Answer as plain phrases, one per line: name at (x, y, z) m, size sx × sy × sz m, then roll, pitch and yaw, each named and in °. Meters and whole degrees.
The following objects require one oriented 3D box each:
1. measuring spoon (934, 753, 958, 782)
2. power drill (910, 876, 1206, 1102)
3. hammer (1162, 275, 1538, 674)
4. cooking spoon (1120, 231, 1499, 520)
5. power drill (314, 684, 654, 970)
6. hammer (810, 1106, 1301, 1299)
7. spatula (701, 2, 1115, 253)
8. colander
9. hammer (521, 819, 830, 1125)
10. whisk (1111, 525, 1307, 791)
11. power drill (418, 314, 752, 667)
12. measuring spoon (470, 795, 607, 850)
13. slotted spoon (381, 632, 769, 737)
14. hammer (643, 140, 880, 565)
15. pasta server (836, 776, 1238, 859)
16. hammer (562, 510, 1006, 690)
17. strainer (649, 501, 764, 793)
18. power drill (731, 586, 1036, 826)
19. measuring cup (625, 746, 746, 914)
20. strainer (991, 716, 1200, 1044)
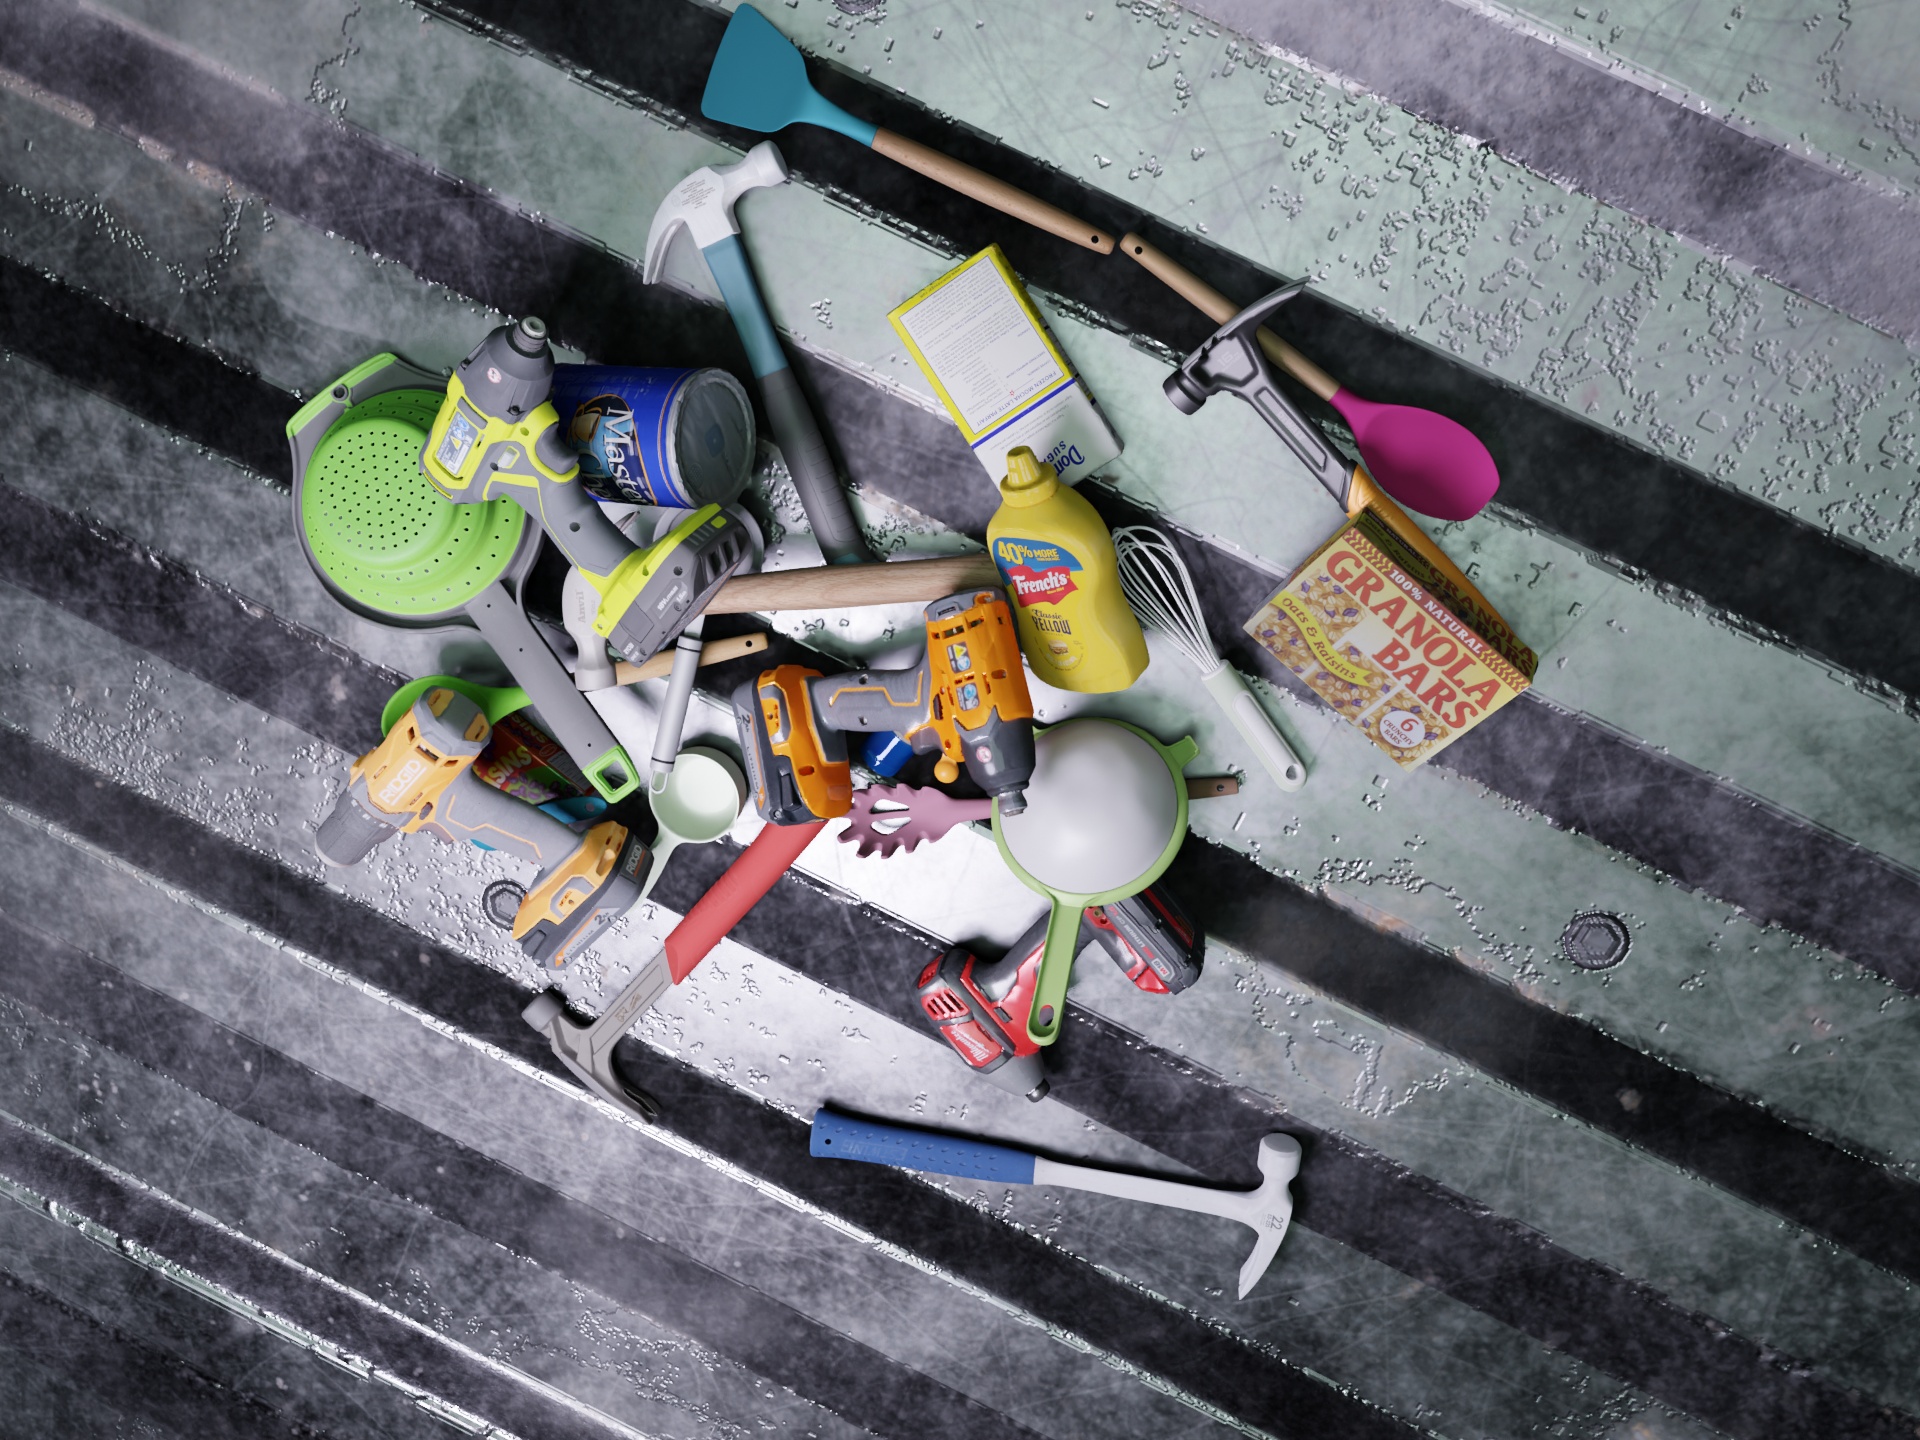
measuring spoon at (-0.002, -0.004, 1.250) m, size 0.021 × 0.011 × 0.117 m, roll 14°, pitch 108°, yaw 6°
power drill at (0.081, 0.209, 1.267) m, size 0.219 × 0.078 × 0.143 m, roll -37°, pitch 97°, yaw 21°
hammer at (0.298, -0.153, 1.125) m, size 0.337 × 0.034 × 0.127 m, roll 46°, pitch 128°, yaw -8°
cooking spoon at (0.245, -0.248, 1.127) m, size 0.319 × 0.017 × 0.068 m, roll 36°, pitch 120°, yaw -2°
power drill at (-0.381, 0.100, 1.253) m, size 0.226 × 0.084 × 0.185 m, roll 41°, pitch 114°, yaw -18°
hammer at (0.073, 0.387, 1.341) m, size 0.405 × 0.035 × 0.144 m, roll 8°, pitch 108°, yaw 8°
spatula at (-0.034, -0.405, 1.131) m, size 0.317 × 0.044 × 0.082 m, roll 25°, pitch 109°, yaw -2°
colander at (-0.377, -0.103, 1.207) m, size 0.204 × 0.094 × 0.397 m, roll -36°, pitch 90°, yaw 2°
hammer at (-0.213, 0.185, 1.334) m, size 0.149 × 0.037 × 0.359 m, roll 42°, pitch 110°, yaw -4°
whisk at (0.186, -0.044, 1.186) m, size 0.058 × 0.059 × 0.246 m, roll -39°, pitch 102°, yaw -9°
power drill at (-0.260, -0.158, 1.095) m, size 0.223 × 0.080 × 0.171 m, roll 44°, pitch 136°, yaw -4°
measuring spoon at (-0.348, 0.081, 1.292) m, size 0.128 × 0.021 × 0.042 m, roll -11°, pitch 105°, yaw 15°
slotted spoon at (-0.305, -0.028, 1.267) m, size 0.314 × 0.031 × 0.070 m, roll -13°, pitch 95°, yaw 3°
hammer at (-0.134, -0.248, 1.190) m, size 0.128 × 0.033 × 0.331 m, roll -18°, pitch 102°, yaw 14°
pasta server at (0.058, 0.067, 1.247) m, size 0.316 × 0.040 × 0.060 m, roll -6°, pitch 95°, yaw 11°
hammer at (-0.132, -0.100, 1.190) m, size 0.331 × 0.031 × 0.130 m, roll -4°, pitch 101°, yaw 1°
strainer at (-0.209, -0.068, 1.233) m, size 0.087 × 0.050 × 0.258 m, roll 14°, pitch 96°, yaw 1°
power drill at (-0.049, 0.011, 1.177) m, size 0.226 × 0.084 × 0.164 m, roll -18°, pitch 82°, yaw 27°
measuring cup at (-0.235, 0.092, 1.311) m, size 0.083 × 0.038 × 0.167 m, roll 35°, pitch 111°, yaw -1°
strainer at (0.080, 0.106, 1.164) m, size 0.151 × 0.069 × 0.256 m, roll 8°, pitch 69°, yaw 16°
